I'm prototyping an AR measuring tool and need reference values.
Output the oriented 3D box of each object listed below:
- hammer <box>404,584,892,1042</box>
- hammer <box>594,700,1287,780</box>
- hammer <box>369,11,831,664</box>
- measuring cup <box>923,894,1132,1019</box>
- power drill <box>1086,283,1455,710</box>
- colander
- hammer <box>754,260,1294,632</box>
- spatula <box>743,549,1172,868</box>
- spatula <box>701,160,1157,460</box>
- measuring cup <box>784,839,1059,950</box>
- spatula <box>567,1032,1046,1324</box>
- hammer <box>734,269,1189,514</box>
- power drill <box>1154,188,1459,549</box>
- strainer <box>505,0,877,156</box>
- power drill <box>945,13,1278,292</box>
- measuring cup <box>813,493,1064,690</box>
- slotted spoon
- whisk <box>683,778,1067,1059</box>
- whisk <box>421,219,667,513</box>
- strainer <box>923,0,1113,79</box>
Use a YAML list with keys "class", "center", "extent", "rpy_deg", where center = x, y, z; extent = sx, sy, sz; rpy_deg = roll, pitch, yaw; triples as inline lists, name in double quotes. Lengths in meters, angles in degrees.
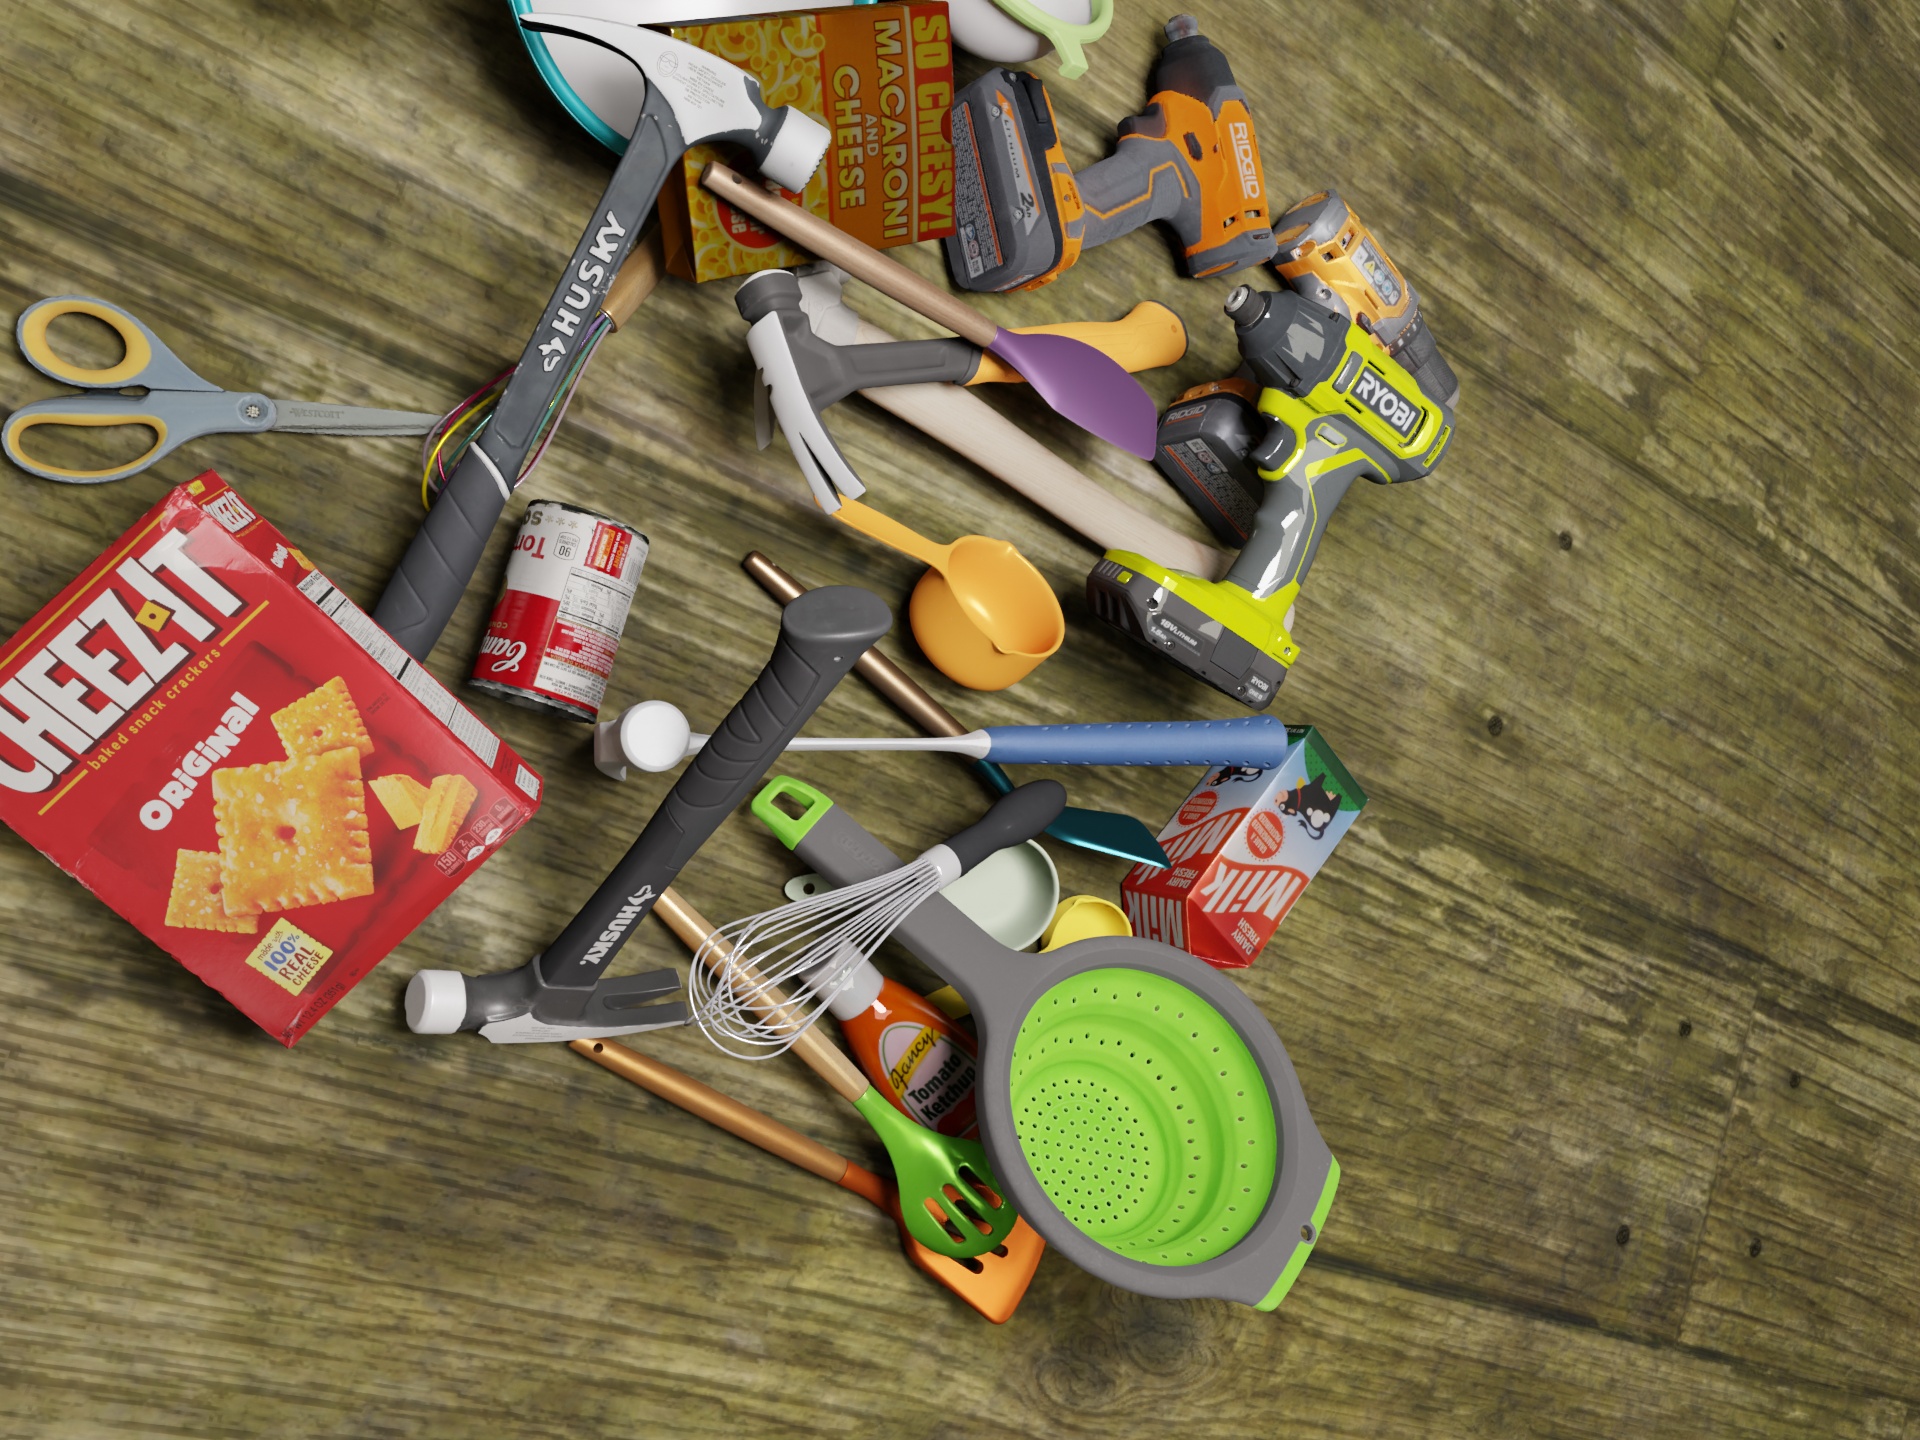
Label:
- class: "hammer"
  center: [-0.133, 0.057, 0.764]
  extent: [0.146, 0.334, 0.035]
  rpy_deg: [11, 43, -39]
- class: "hammer"
  center: [-0.002, 0.012, 0.885]
  extent: [0.405, 0.144, 0.035]
  rpy_deg: [0, 86, -24]
- class: "hammer"
  center: [-0.223, -0.141, 0.769]
  extent: [0.149, 0.036, 0.409]
  rpy_deg: [28, 96, -19]
- class: "measuring cup"
  center: [0.034, 0.156, 1.001]
  extent: [0.156, 0.029, 0.062]
  rpy_deg: [-20, 102, -15]
- class: "power drill"
  center: [0.179, -0.135, 0.955]
  extent: [0.171, 0.080, 0.223]
  rpy_deg: [29, 93, -28]
- class: "colander"
  center: [0.028, 0.182, 0.918]
  extent: [0.397, 0.094, 0.204]
  rpy_deg: [40, 52, 2]
- class: "hammer"
  center: [0.056, -0.137, 0.974]
  extent: [0.410, 0.038, 0.146]
  rpy_deg: [28, 56, -29]
- class: "spatula"
  center: [-0.002, -0.003, 0.959]
  extent: [0.317, 0.082, 0.044]
  rpy_deg: [41, 98, -19]
- class: "spatula"
  center: [-0.004, -0.225, 0.875]
  extent: [0.315, 0.018, 0.060]
  rpy_deg: [21, 62, -34]
- class: "measuring cup"
  center: [-0.025, 0.100, 0.960]
  extent: [0.167, 0.038, 0.083]
  rpy_deg: [3, 96, -14]
- class: "spatula"
  center: [-0.085, 0.252, 0.921]
  extent: [0.322, 0.041, 0.081]
  rpy_deg: [34, 73, -24]
- class: "hammer"
  center: [0.025, -0.205, 0.927]
  extent: [0.337, 0.034, 0.127]
  rpy_deg: [-18, 85, -43]
- class: "power drill"
  center: [0.246, -0.219, 1.079]
  extent: [0.185, 0.084, 0.226]
  rpy_deg: [43, 67, -25]
- class: "strainer"
  center: [-0.205, -0.382, 0.796]
  extent: [0.340, 0.095, 0.210]
  rpy_deg: [-17, 122, -31]
- class: "power drill"
  center: [0.093, -0.354, 0.989]
  extent: [0.226, 0.084, 0.164]
  rpy_deg: [-16, 97, -32]
- class: "measuring cup"
  center: [-0.022, -0.078, 0.931]
  extent: [0.173, 0.052, 0.095]
  rpy_deg: [27, 42, -22]
- class: "slotted spoon"
  center: [-0.077, 0.196, 0.906]
  extent: [0.070, 0.031, 0.313]
  rpy_deg: [-44, 100, -5]
- class: "whisk"
  center: [-0.035, 0.093, 0.852]
  extent: [0.284, 0.070, 0.070]
  rpy_deg: [-29, 105, -42]
- class: "whisk"
  center: [-0.203, -0.200, 0.842]
  extent: [0.245, 0.051, 0.047]
  rpy_deg: [-57, 132, -21]
- class: "strainer"
  center: [0.023, -0.460, 0.931]
  extent: [0.151, 0.069, 0.257]
  rpy_deg: [39, 42, -19]
